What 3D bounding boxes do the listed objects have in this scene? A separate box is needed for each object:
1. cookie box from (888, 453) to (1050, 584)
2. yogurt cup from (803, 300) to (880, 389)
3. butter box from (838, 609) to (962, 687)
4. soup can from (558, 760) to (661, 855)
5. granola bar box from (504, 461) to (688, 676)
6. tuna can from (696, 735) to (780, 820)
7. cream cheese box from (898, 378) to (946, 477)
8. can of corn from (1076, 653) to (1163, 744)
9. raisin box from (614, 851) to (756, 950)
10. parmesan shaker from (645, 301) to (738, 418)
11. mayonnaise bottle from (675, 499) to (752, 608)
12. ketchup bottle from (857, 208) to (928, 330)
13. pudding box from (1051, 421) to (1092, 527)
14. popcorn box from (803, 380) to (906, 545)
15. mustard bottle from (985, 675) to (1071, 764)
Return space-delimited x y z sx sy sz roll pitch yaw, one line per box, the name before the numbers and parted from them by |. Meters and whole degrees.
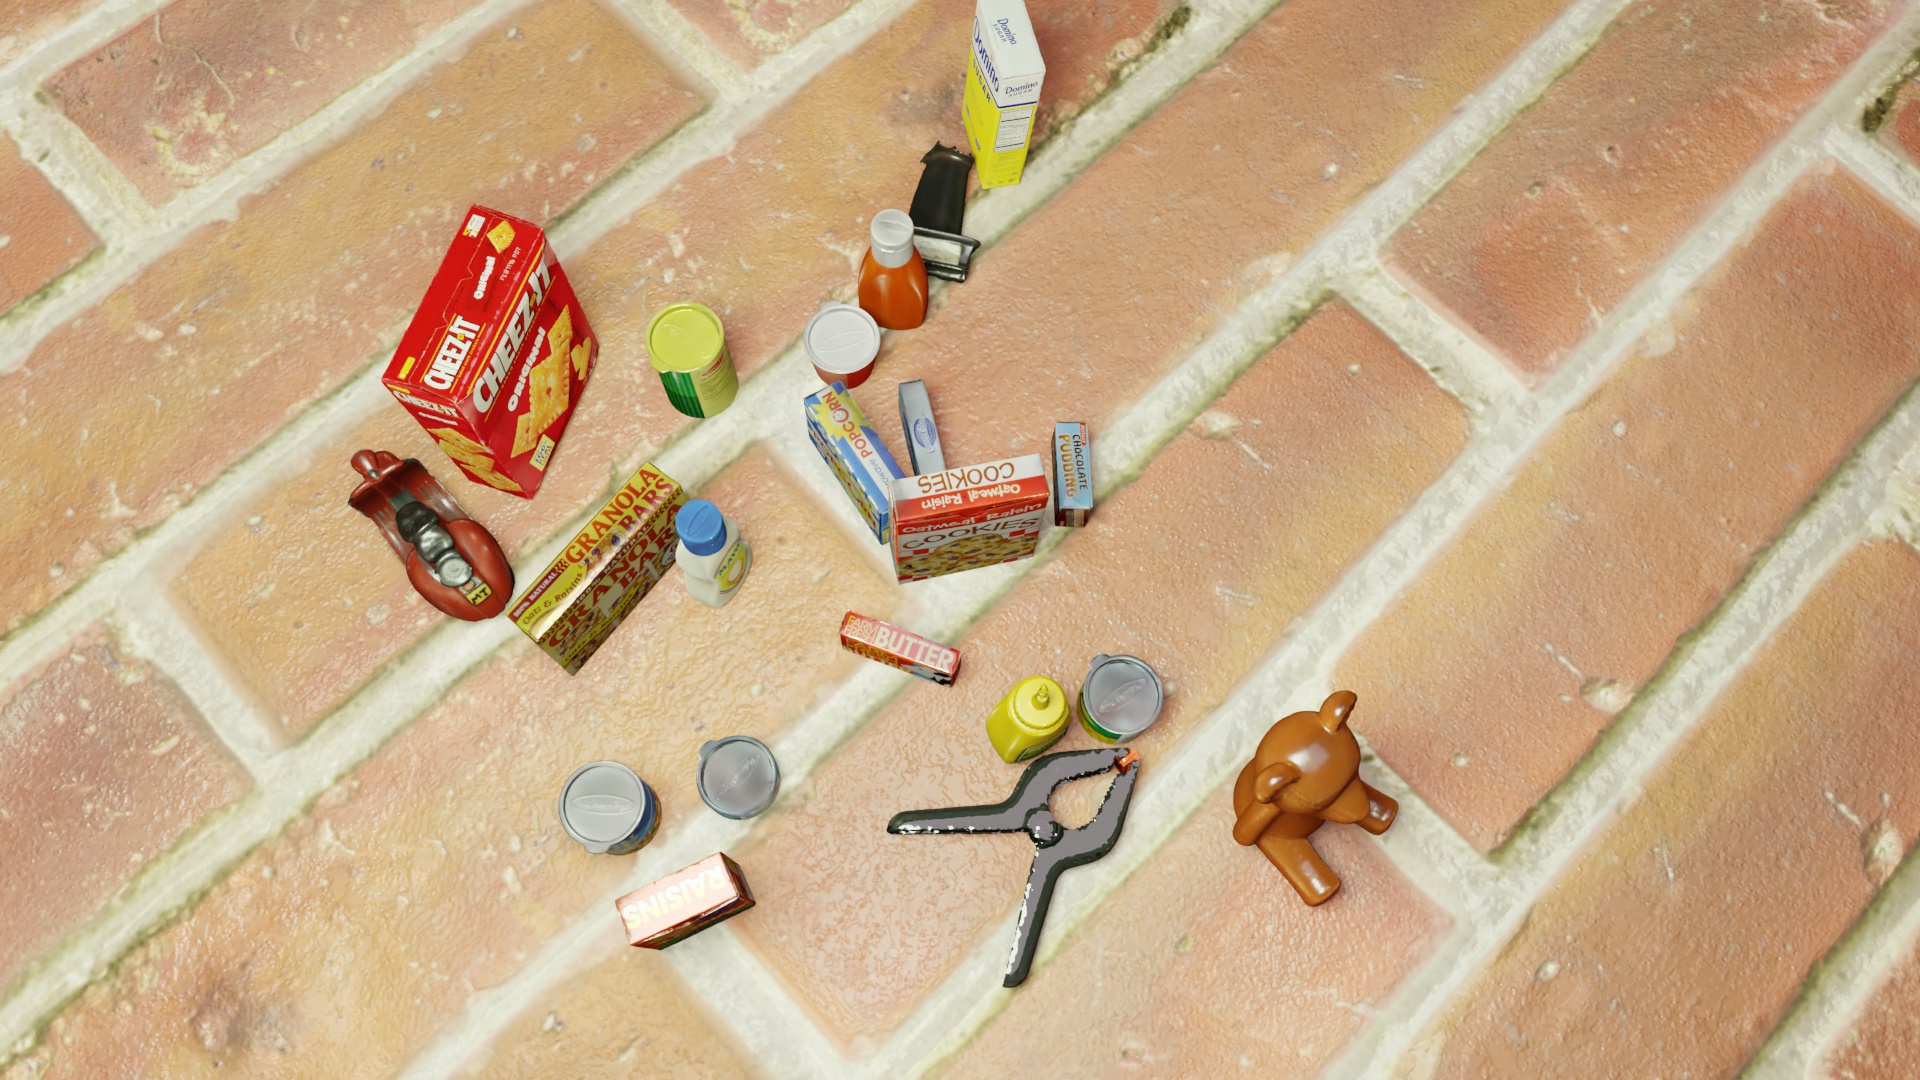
cookie box | 0.004 -0.014 1.148 0.123 0.167 0.040 -11 73 -6
yogurt cup | -0.106 -0.172 1.256 0.072 0.053 0.072 1 71 -2
butter box | -0.051 0.092 1.170 0.103 0.053 0.024 20 72 4
soup can | -0.277 0.216 1.102 0.071 0.083 0.071 1 72 -2
granola bar box | -0.290 0.025 1.145 0.039 0.124 0.166 37 74 9
tuna can | -0.184 0.194 1.140 0.071 0.032 0.071 1 71 -2
cream cheese box | -0.033 -0.085 1.230 0.024 0.053 0.104 -12 72 -6
can of corn | 0.131 0.132 1.161 0.071 0.058 0.071 1 71 -2
raisin box | -0.208 0.278 1.063 0.086 0.123 0.040 -23 74 -9
parmesan shaker | -0.236 -0.154 1.219 0.071 0.102 0.071 1 72 -2
mayonnaise bottle | -0.205 0.008 1.142 0.041 0.147 0.065 29 73 7
ketchup bottle | -0.060 -0.239 1.231 0.065 0.148 0.043 11 72 1
pudding box | 0.098 -0.058 1.229 0.030 0.049 0.084 -1 71 -3
popcorn box | -0.086 -0.066 1.205 0.038 0.085 0.127 -31 75 -12
mustard bottle | 0.057 0.139 1.102 0.065 0.159 0.049 -27 75 -11
